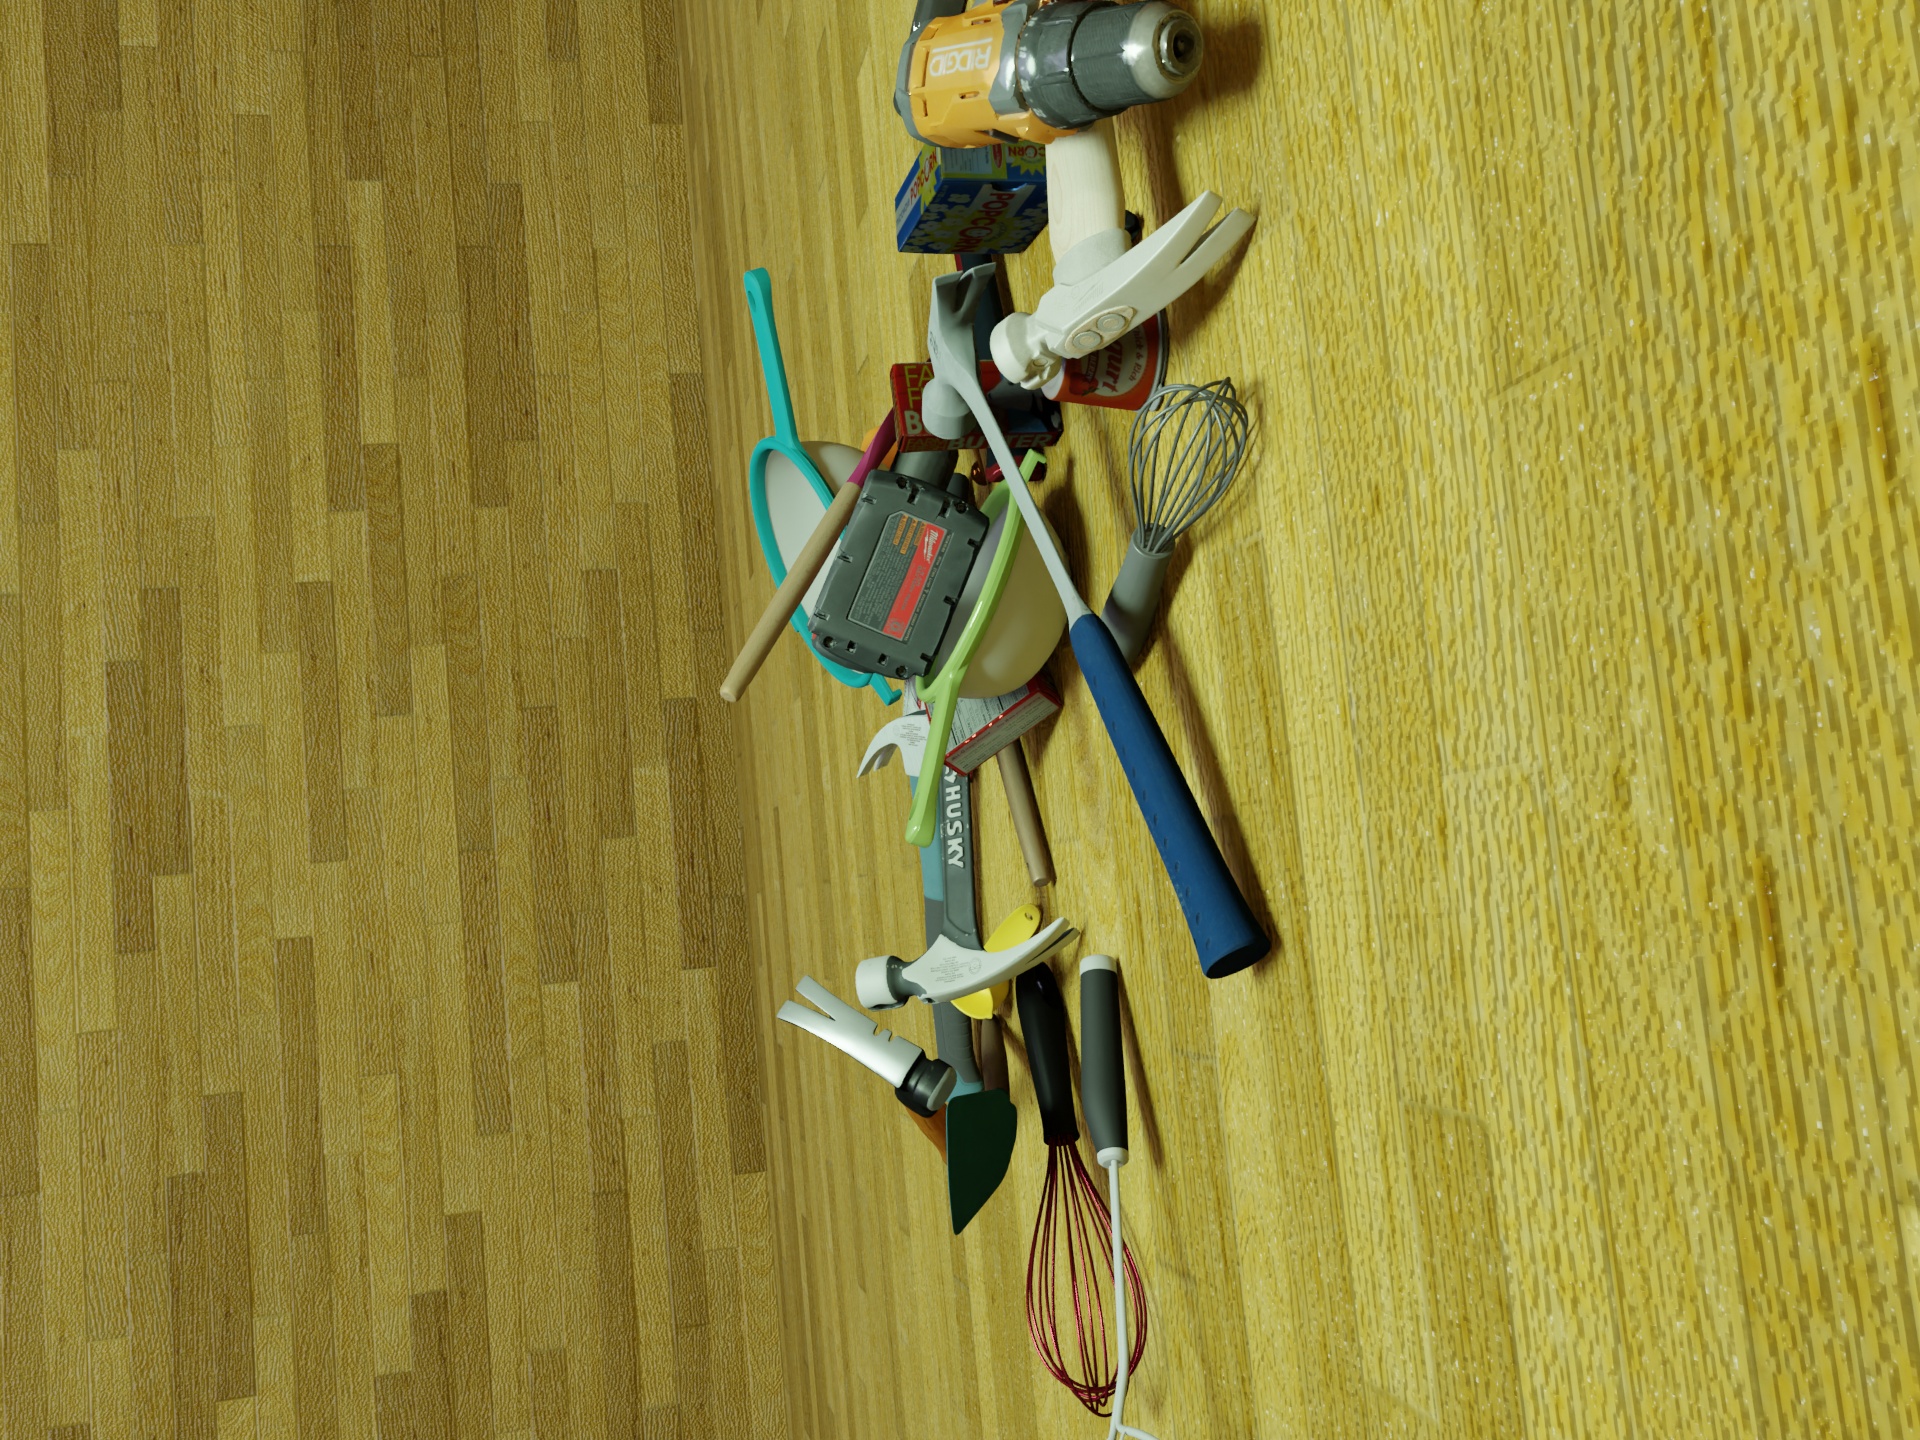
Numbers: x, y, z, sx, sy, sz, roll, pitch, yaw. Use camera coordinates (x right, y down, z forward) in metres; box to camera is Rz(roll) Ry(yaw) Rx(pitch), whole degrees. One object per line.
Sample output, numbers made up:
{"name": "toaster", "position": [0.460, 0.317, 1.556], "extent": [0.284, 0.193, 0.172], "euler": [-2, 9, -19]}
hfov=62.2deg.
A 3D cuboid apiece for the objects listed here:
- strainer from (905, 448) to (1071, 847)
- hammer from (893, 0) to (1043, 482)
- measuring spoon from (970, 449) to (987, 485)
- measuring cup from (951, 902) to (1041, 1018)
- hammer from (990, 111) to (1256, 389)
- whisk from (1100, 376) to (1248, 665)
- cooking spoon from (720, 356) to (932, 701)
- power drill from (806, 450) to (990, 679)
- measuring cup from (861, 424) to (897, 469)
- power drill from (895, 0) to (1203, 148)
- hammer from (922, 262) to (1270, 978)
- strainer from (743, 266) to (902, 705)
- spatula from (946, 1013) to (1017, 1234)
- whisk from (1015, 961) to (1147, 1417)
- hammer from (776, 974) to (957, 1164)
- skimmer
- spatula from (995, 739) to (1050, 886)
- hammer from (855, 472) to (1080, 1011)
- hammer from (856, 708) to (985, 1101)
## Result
{"name": "strainer", "position": [0.021, -0.028, 0.962], "extent": [0.151, 0.069, 0.257], "euler": [127, 159, -54]}
{"name": "hammer", "position": [0.010, -0.338, 1.089], "extent": [0.143, 0.038, 0.387], "euler": [119, 145, -62]}
{"name": "measuring spoon", "position": [0.007, -0.189, 1.114], "extent": [0.117, 0.011, 0.021], "euler": [57, -162, -77]}
{"name": "measuring cup", "position": [0.030, 0.168, 1.167], "extent": [0.062, 0.029, 0.156], "euler": [47, 139, 11]}
{"name": "hammer", "position": [0.062, -0.378, 0.822], "extent": [0.146, 0.038, 0.411], "euler": [-27, 59, 44]}
{"name": "whisk", "position": [0.097, -0.087, 0.801], "extent": [0.238, 0.055, 0.055], "euler": [102, 160, -59]}
{"name": "cooking spoon", "position": [-0.084, -0.139, 1.086], "extent": [0.319, 0.017, 0.068], "euler": [-62, 7, -28]}
{"name": "power drill", "position": [-0.040, -0.118, 1.054], "extent": [0.227, 0.080, 0.188], "euler": [-138, 70, -82]}
{"name": "measuring cup", "position": [-0.048, -0.220, 1.312], "extent": [0.173, 0.052, 0.095], "euler": [123, 141, -70]}
{"name": "power drill", "position": [0.053, -0.383, 0.733], "extent": [0.185, 0.084, 0.226], "euler": [21, 105, 51]}
{"name": "hammer", "position": [0.060, -0.060, 0.823], "extent": [0.144, 0.035, 0.406], "euler": [94, 157, -62]}
{"name": "strainer", "position": [-0.093, -0.194, 1.246], "extent": [0.211, 0.095, 0.340], "euler": [38, 144, 52]}
{"name": "spatula", "position": [0.014, 0.247, 1.081], "extent": [0.317, 0.044, 0.082], "euler": [-91, -2, -85]}
{"name": "whisk", "position": [0.066, 0.281, 0.998], "extent": [0.073, 0.073, 0.296], "euler": [104, 162, -51]}
{"name": "hammer", "position": [-0.034, 0.279, 1.171], "extent": [0.034, 0.127, 0.336], "euler": [-55, -24, -17]}
{"name": "skimmer", "position": [0.115, 0.299, 0.865], "extent": [0.127, 0.090, 0.364], "euler": [107, 165, -55]}
{"name": "spatula", "position": [0.025, -0.017, 1.155], "extent": [0.059, 0.018, 0.316], "euler": [106, 157, -51]}
{"name": "hammer", "position": [-0.002, -0.004, 1.117], "extent": [0.036, 0.149, 0.409], "euler": [47, -145, -54]}
{"name": "hammer", "position": [-0.014, 0.150, 1.251], "extent": [0.128, 0.033, 0.331], "euler": [8, 111, 40]}
